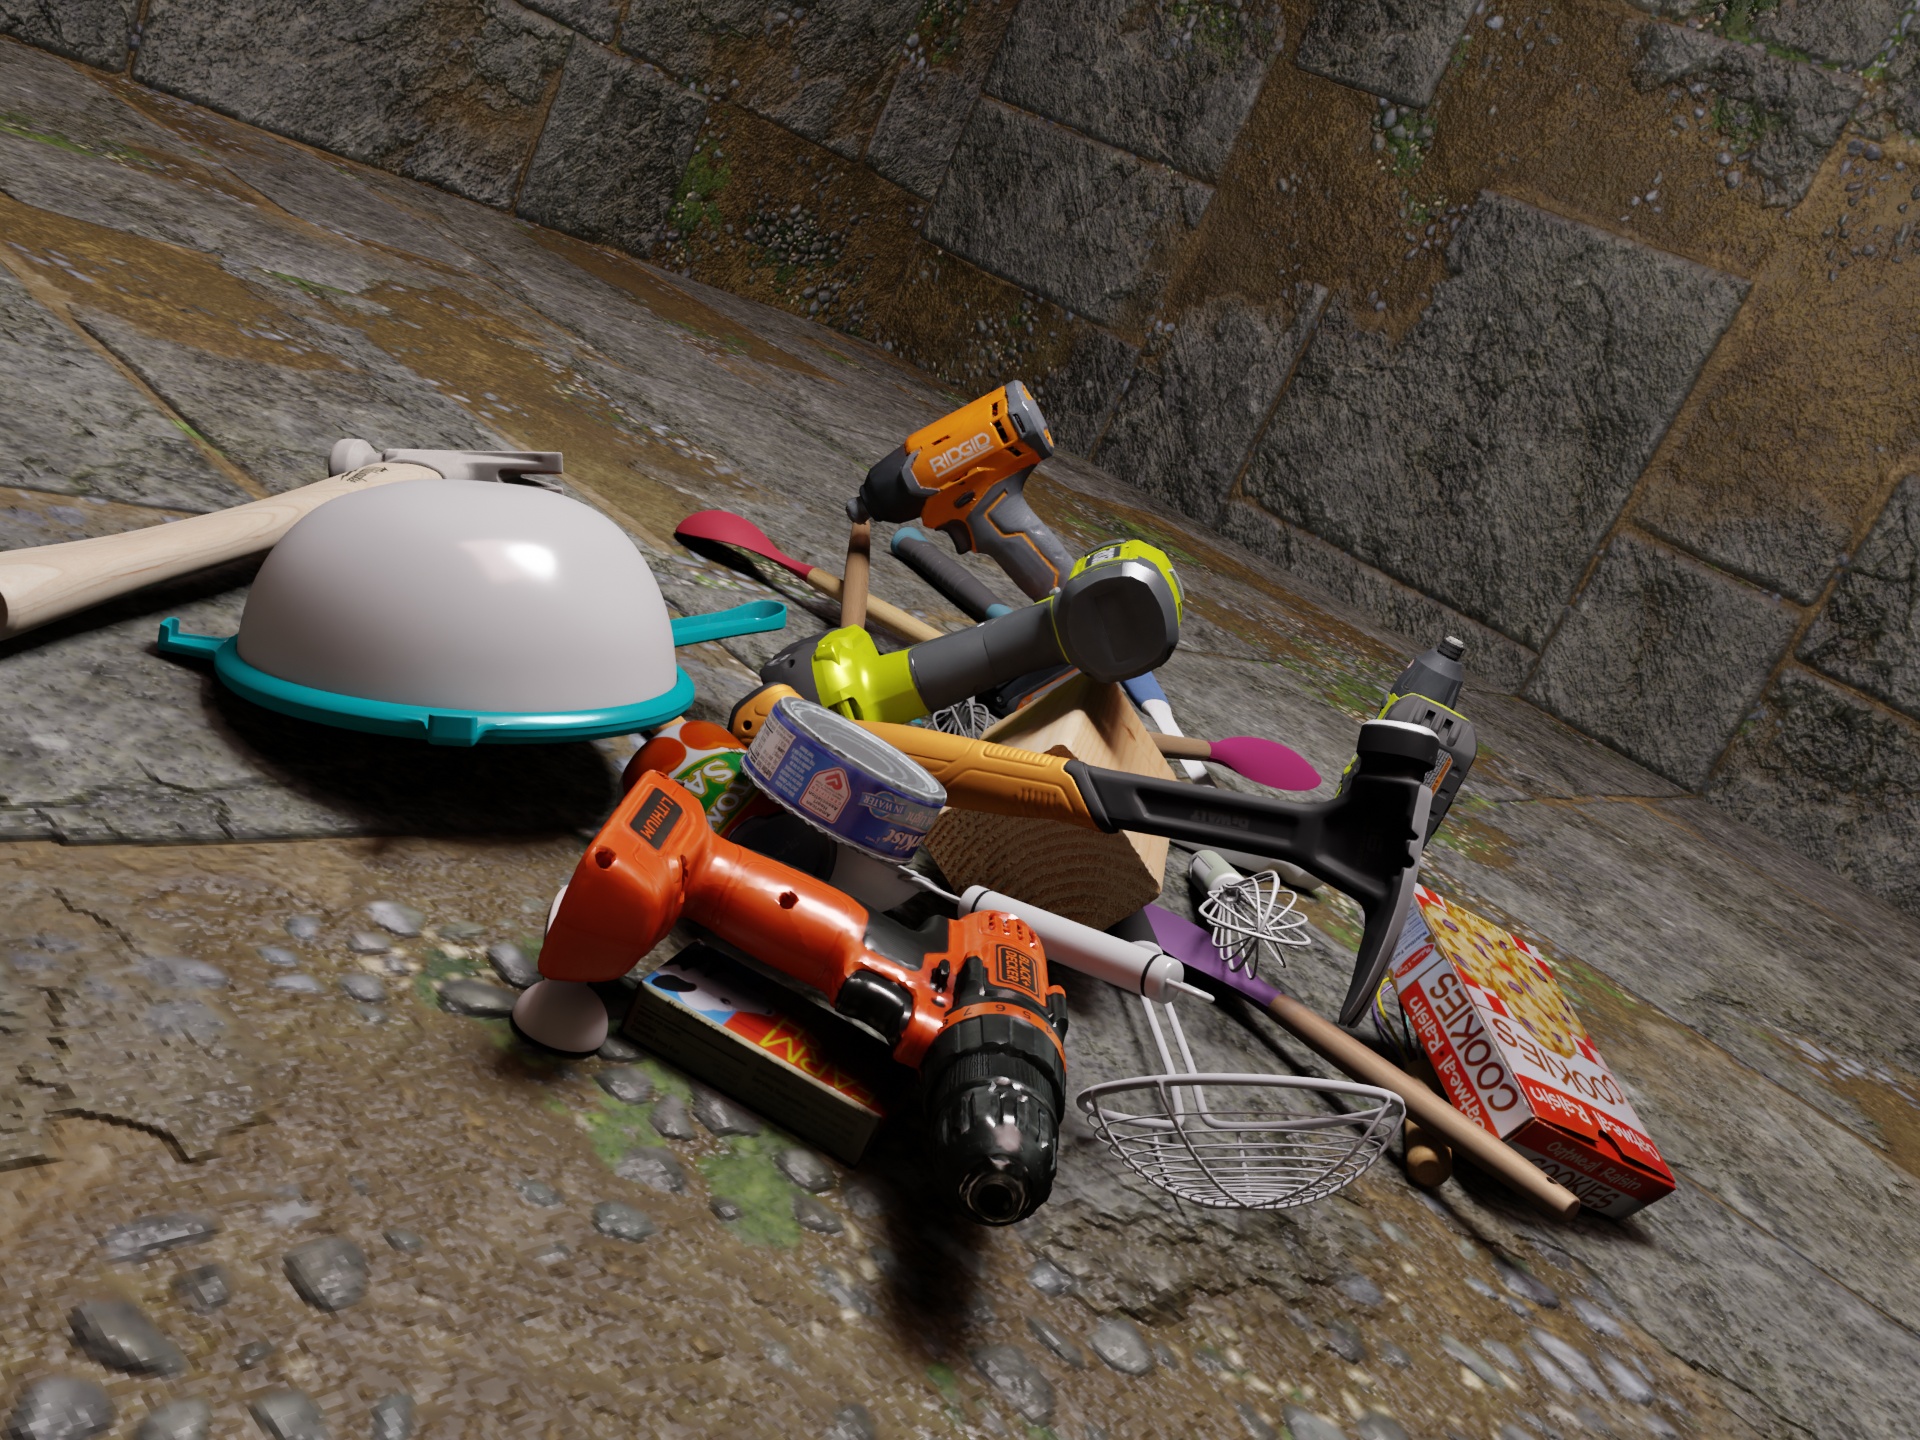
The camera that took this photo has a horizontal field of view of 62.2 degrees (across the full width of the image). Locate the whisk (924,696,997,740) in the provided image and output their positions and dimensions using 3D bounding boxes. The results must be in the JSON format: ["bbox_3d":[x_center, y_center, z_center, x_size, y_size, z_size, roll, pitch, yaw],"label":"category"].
[{"bbox_3d":[-0.002,-0.002,1.073,0.055,0.055,0.239,23,11,-8],"label":"whisk"}]

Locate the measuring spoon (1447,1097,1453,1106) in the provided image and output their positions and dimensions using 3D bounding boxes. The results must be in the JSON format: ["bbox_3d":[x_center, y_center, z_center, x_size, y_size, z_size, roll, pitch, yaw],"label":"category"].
[{"bbox_3d":[0.289,0.207,0.898,0.042,0.021,0.128,33,26,18],"label":"measuring spoon"}]

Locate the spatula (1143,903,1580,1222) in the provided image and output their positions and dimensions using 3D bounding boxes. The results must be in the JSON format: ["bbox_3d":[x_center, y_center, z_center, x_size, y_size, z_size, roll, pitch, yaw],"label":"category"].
[{"bbox_3d":[0.183,0.160,0.822,0.059,0.018,0.316,7,17,-38],"label":"spatula"}]

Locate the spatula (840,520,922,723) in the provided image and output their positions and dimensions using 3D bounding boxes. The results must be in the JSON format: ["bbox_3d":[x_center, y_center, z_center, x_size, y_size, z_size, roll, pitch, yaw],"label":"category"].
[{"bbox_3d":[-0.072,-0.079,1.137,0.082,0.044,0.318,16,32,-12],"label":"spatula"}]

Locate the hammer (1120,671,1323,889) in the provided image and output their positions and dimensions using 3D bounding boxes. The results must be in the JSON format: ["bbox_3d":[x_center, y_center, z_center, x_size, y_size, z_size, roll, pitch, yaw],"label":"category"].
[{"bbox_3d":[0.154,-0.007,1.258,0.144,0.035,0.406,18,24,-22],"label":"hammer"}]

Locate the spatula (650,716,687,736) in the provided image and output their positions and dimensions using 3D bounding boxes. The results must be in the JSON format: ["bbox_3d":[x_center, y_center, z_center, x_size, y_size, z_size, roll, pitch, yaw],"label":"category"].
[{"bbox_3d":[-0.184,-0.029,0.880,0.081,0.041,0.323,-8,36,-40],"label":"spatula"}]

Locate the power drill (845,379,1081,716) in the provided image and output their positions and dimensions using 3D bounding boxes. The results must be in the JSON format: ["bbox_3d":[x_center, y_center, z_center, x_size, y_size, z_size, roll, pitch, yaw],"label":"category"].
[{"bbox_3d":[0.024,-0.119,1.202,0.226,0.164,0.084,63,12,-7],"label":"power drill"}]

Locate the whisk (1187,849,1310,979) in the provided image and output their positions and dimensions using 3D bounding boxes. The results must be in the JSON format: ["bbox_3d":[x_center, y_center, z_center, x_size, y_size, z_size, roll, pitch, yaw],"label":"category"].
[{"bbox_3d":[0.155,0.101,0.916,0.059,0.058,0.246,14,3,1],"label":"whisk"}]

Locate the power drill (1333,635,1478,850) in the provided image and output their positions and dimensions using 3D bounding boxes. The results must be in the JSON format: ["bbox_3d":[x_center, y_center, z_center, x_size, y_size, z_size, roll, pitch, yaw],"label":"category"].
[{"bbox_3d":[0.377,0.021,1.344,0.080,0.171,0.223,28,19,8],"label":"power drill"}]

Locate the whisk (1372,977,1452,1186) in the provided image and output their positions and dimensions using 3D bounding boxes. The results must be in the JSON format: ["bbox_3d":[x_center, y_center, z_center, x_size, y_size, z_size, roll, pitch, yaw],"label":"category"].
[{"bbox_3d":[0.256,0.184,0.866,0.047,0.051,0.245,33,19,5],"label":"whisk"}]

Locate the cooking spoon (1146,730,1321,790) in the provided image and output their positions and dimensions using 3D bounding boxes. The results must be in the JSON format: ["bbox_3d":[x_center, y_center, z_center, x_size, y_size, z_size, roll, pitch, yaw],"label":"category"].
[{"bbox_3d":[0.157,0.020,1.129,0.318,0.017,0.069,7,31,-43],"label":"cooking spoon"}]

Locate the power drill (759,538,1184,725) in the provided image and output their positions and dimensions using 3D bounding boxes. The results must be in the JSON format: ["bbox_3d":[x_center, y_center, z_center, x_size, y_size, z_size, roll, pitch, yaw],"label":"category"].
[{"bbox_3d":[0.016,-0.043,0.906,0.190,0.228,0.080,-62,132,-75],"label":"power drill"}]

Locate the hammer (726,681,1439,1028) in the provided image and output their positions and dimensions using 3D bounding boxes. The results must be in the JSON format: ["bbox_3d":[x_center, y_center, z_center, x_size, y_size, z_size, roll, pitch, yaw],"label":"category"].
[{"bbox_3d":[0.036,0.038,0.721,0.337,0.127,0.034,11,-7,26],"label":"hammer"}]

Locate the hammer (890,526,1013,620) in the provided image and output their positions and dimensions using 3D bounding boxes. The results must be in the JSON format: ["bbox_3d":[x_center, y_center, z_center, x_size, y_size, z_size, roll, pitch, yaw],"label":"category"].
[{"bbox_3d":[0.026,-0.104,1.458,0.128,0.033,0.331,11,21,-39],"label":"hammer"}]

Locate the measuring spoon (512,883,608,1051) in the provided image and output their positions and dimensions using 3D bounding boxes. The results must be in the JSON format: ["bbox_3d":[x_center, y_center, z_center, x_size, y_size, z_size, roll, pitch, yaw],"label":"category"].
[{"bbox_3d":[-0.147,0.086,0.606,0.034,0.018,0.124,20,16,-16],"label":"measuring spoon"}]

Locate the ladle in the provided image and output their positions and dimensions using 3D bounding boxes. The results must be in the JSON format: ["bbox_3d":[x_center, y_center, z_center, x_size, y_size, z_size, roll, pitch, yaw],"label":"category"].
[{"bbox_3d":[-0.095,-0.100,1.223,0.316,0.031,0.069,29,19,26],"label":"ladle"}]

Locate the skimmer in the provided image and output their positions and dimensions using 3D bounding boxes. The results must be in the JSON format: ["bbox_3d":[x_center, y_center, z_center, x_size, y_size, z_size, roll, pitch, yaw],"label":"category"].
[{"bbox_3d":[0.100,0.114,0.752,0.127,0.090,0.363,4,18,-5],"label":"skimmer"}]

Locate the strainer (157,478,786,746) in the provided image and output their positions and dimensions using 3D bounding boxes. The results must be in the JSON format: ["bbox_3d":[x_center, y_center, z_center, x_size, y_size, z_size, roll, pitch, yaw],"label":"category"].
[{"bbox_3d":[-0.191,-0.071,0.781,0.211,0.095,0.340,15,16,29],"label":"strainer"}]

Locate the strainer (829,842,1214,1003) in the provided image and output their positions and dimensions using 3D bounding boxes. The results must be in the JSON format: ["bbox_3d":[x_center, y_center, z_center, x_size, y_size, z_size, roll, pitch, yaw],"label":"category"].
[{"bbox_3d":[0.000,0.083,0.710,0.259,0.050,0.086,16,-12,37],"label":"strainer"}]

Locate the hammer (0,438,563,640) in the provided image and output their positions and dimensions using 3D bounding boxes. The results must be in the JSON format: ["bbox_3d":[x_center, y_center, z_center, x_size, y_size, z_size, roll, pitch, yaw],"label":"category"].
[{"bbox_3d":[-0.344,-0.100,0.810,0.146,0.038,0.411,3,17,8],"label":"hammer"}]
